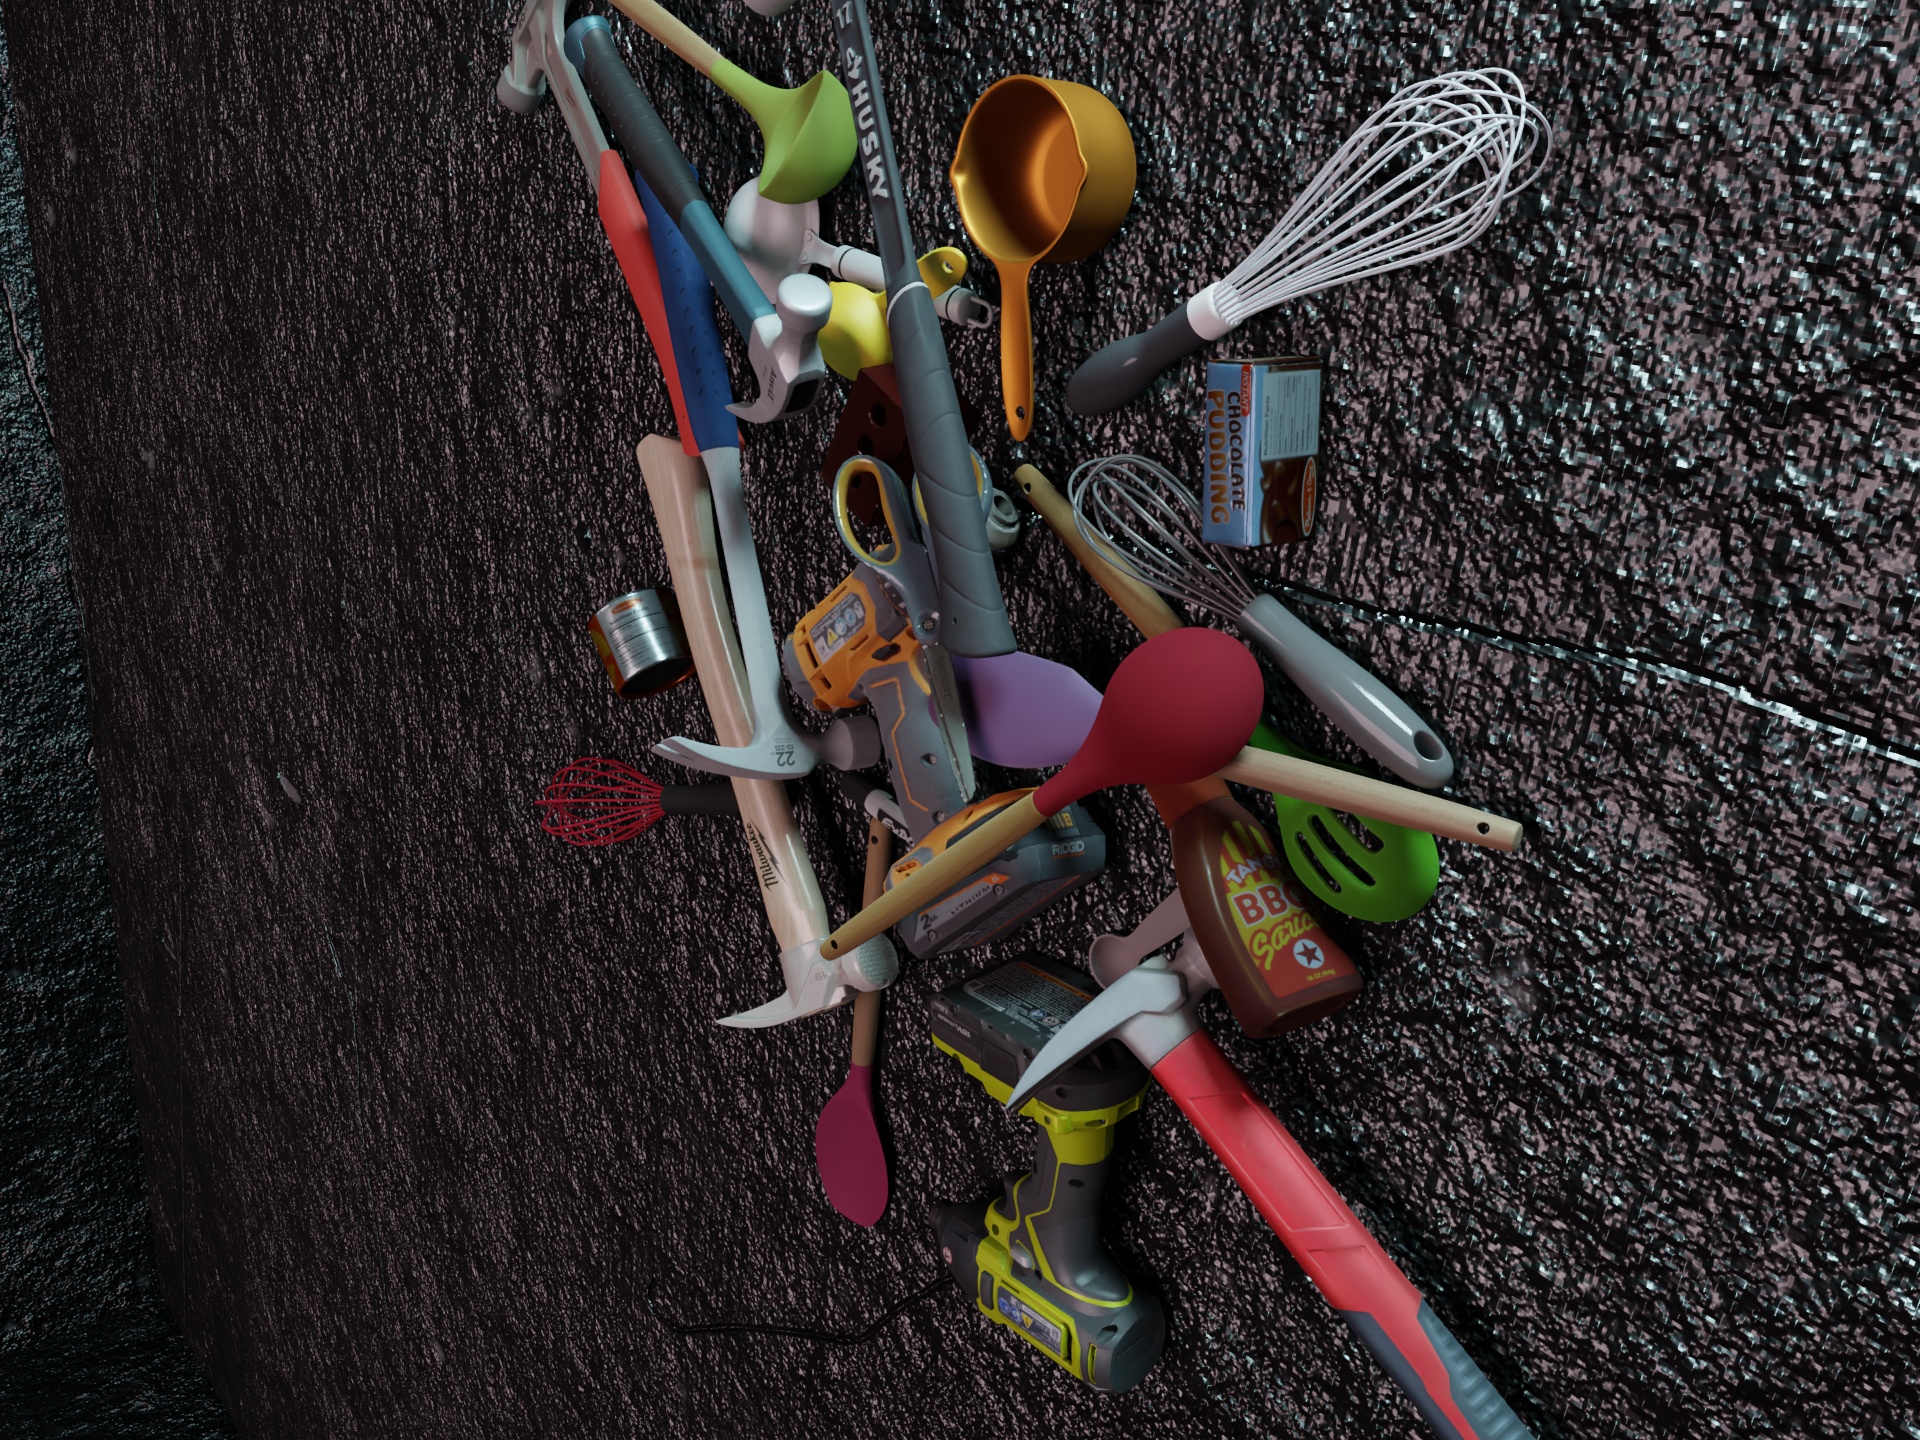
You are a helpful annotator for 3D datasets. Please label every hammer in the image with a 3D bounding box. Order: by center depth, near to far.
[{"bbox_3d":[0.185,0.284,0.748,0.387,0.143,0.038,51,179,20],"label":"hammer"},{"bbox_3d":[-0.026,-0.230,0.805,0.149,0.036,0.409,-15,86,50],"label":"hammer"},{"bbox_3d":[-0.164,-0.310,0.951,0.331,0.033,0.128,59,153,24],"label":"hammer"},{"bbox_3d":[-0.155,-0.160,1.005,0.035,0.144,0.405,-24,76,56],"label":"hammer"},{"bbox_3d":[-0.158,0.001,1.075,0.146,0.038,0.411,-27,75,36],"label":"hammer"},{"bbox_3d":[-0.224,-0.343,1.083,0.149,0.036,0.359,-37,73,48],"label":"hammer"}]

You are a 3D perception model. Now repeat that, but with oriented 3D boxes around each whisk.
[{"bbox_3d":[0.136,-0.195,0.704,0.284,0.070,0.070,-23,83,55],"label":"whisk"},{"bbox_3d":[0.137,-0.049,0.748,0.239,0.055,0.055,45,132,26],"label":"whisk"},{"bbox_3d":[-0.227,0.060,1.192,0.296,0.073,0.073,-4,98,45],"label":"whisk"}]

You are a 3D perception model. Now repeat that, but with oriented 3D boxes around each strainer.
[{"bbox_3d":[-0.073,-0.271,0.929,0.259,0.050,0.086,31,115,36],"label":"strainer"}]

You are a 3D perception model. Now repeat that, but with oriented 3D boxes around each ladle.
[{"bbox_3d":[0.024,0.053,0.803,0.315,0.031,0.069,-38,75,36],"label":"ladle"},{"bbox_3d":[-0.170,-0.411,0.965,0.320,0.062,0.078,45,112,26],"label":"ladle"}]

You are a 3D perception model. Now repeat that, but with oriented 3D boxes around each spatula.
[{"bbox_3d":[0.110,0.017,0.760,0.316,0.018,0.060,15,91,35],"label":"spatula"}]

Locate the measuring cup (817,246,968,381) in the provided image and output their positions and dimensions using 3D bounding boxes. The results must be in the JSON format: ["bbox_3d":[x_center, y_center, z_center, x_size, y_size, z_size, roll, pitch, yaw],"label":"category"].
[{"bbox_3d":[-0.040,-0.223,0.871,0.062,0.029,0.156,46,159,-16],"label":"measuring cup"}]

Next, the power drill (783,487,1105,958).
[{"bbox_3d":[-0.001,-0.003,0.897,0.185,0.084,0.226,-39,66,38],"label":"power drill"}]

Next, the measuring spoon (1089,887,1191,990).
[{"bbox_3d":[0.113,0.107,0.849,0.124,0.018,0.034,-46,66,38],"label":"measuring spoon"}]

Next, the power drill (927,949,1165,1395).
[{"bbox_3d":[0.041,0.258,0.927,0.171,0.080,0.223,20,119,44],"label":"power drill"}]

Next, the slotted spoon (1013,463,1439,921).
[{"bbox_3d":[0.118,-0.024,0.792,0.314,0.031,0.070,52,128,27],"label":"slotted spoon"}]

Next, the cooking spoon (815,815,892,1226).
[{"bbox_3d":[-0.064,0.208,1.075,0.069,0.017,0.318,21,117,34],"label":"cooking spoon"}]

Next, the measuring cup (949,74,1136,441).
[{"bbox_3d":[0.045,-0.229,0.796,0.095,0.052,0.173,18,116,45],"label":"measuring cup"}]
